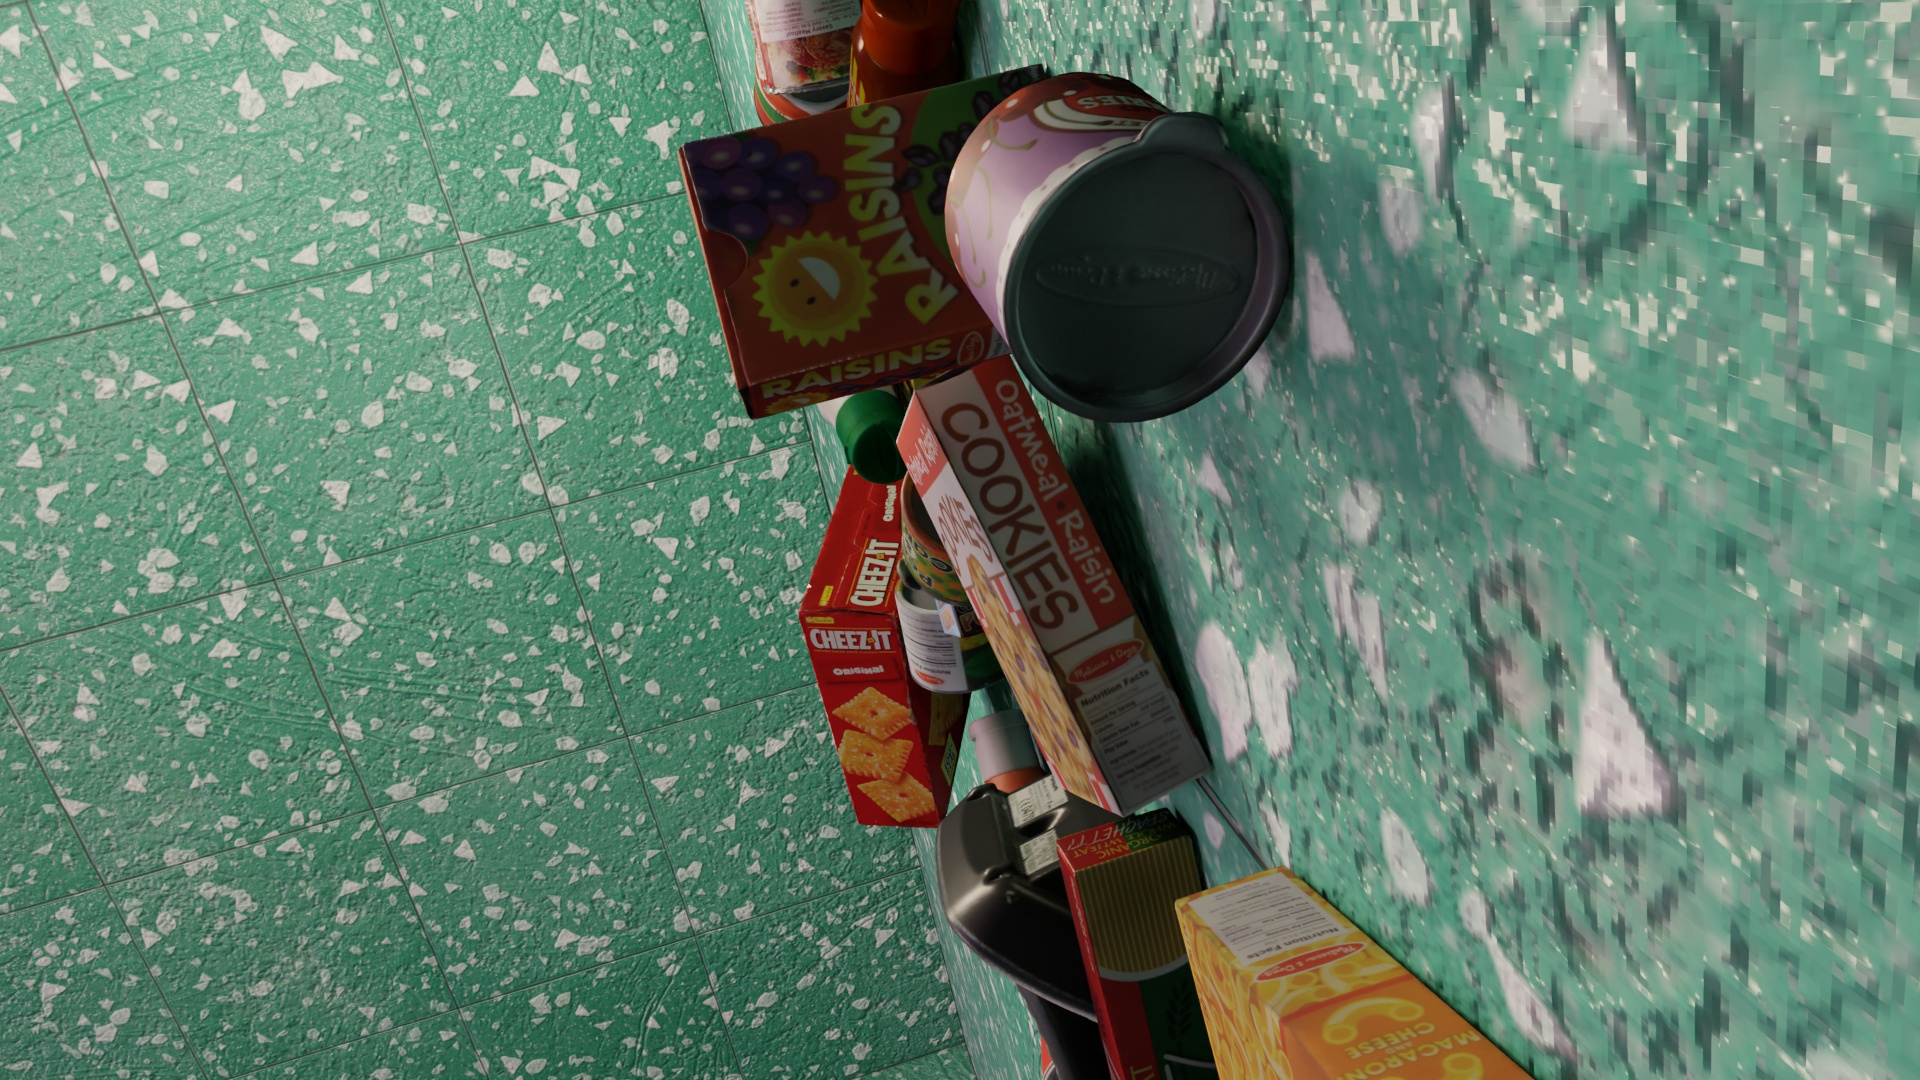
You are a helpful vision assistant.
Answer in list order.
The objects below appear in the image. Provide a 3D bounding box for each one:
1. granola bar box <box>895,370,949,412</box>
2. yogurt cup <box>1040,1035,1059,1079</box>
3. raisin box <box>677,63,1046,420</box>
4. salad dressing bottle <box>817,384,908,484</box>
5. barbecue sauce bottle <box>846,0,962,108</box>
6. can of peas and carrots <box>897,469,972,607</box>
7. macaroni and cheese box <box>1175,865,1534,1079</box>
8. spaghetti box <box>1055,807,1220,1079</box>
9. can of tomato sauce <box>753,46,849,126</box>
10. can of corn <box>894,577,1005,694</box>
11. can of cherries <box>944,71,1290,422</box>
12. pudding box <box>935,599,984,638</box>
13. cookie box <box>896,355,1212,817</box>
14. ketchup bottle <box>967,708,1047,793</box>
[{"bbox_3d":[-0.031,-0.130,0.778,0.166,0.039,0.123,-117,13,-57],"label":"granola bar box"},{"bbox_3d":[0.072,0.264,0.730,0.054,0.072,0.072,-103,2,-59],"label":"yogurt cup"},{"bbox_3d":[-0.021,-0.097,0.452,0.040,0.123,0.086,108,146,-77],"label":"raisin box"},{"bbox_3d":[-0.056,-0.080,0.740,0.148,0.044,0.064,-117,14,-55],"label":"salad dressing bottle"},{"bbox_3d":[-0.025,-0.196,0.586,0.148,0.044,0.065,126,130,-80],"label":"barbecue sauce bottle"},{"bbox_3d":[0.002,-0.008,0.660,0.058,0.071,0.071,93,160,-66],"label":"can of peas and carrots"},{"bbox_3d":[0.110,0.171,0.348,0.166,0.040,0.123,-148,42,-79],"label":"macaroni and cheese box"},{"bbox_3d":[0.091,0.232,0.573,0.029,0.050,0.249,-131,27,-74],"label":"spaghetti box"},{"bbox_3d":[-0.085,-0.266,0.800,0.083,0.071,0.071,180,75,-81],"label":"can of tomato sauce"},{"bbox_3d":[-0.001,0.047,0.830,0.071,0.071,0.058,-118,16,-58],"label":"can of corn"},{"bbox_3d":[0.035,-0.072,0.324,0.058,0.071,0.071,-115,12,-55],"label":"can of cherries"},{"bbox_3d":[0.015,0.029,0.724,0.083,0.050,0.030,165,88,-83],"label":"pudding box"},{"bbox_3d":[0.030,0.018,0.542,0.167,0.040,0.123,64,172,2],"label":"cookie box"},{"bbox_3d":[0.043,0.178,0.844,0.064,0.043,0.149,98,156,-72],"label":"ketchup bottle"}]
